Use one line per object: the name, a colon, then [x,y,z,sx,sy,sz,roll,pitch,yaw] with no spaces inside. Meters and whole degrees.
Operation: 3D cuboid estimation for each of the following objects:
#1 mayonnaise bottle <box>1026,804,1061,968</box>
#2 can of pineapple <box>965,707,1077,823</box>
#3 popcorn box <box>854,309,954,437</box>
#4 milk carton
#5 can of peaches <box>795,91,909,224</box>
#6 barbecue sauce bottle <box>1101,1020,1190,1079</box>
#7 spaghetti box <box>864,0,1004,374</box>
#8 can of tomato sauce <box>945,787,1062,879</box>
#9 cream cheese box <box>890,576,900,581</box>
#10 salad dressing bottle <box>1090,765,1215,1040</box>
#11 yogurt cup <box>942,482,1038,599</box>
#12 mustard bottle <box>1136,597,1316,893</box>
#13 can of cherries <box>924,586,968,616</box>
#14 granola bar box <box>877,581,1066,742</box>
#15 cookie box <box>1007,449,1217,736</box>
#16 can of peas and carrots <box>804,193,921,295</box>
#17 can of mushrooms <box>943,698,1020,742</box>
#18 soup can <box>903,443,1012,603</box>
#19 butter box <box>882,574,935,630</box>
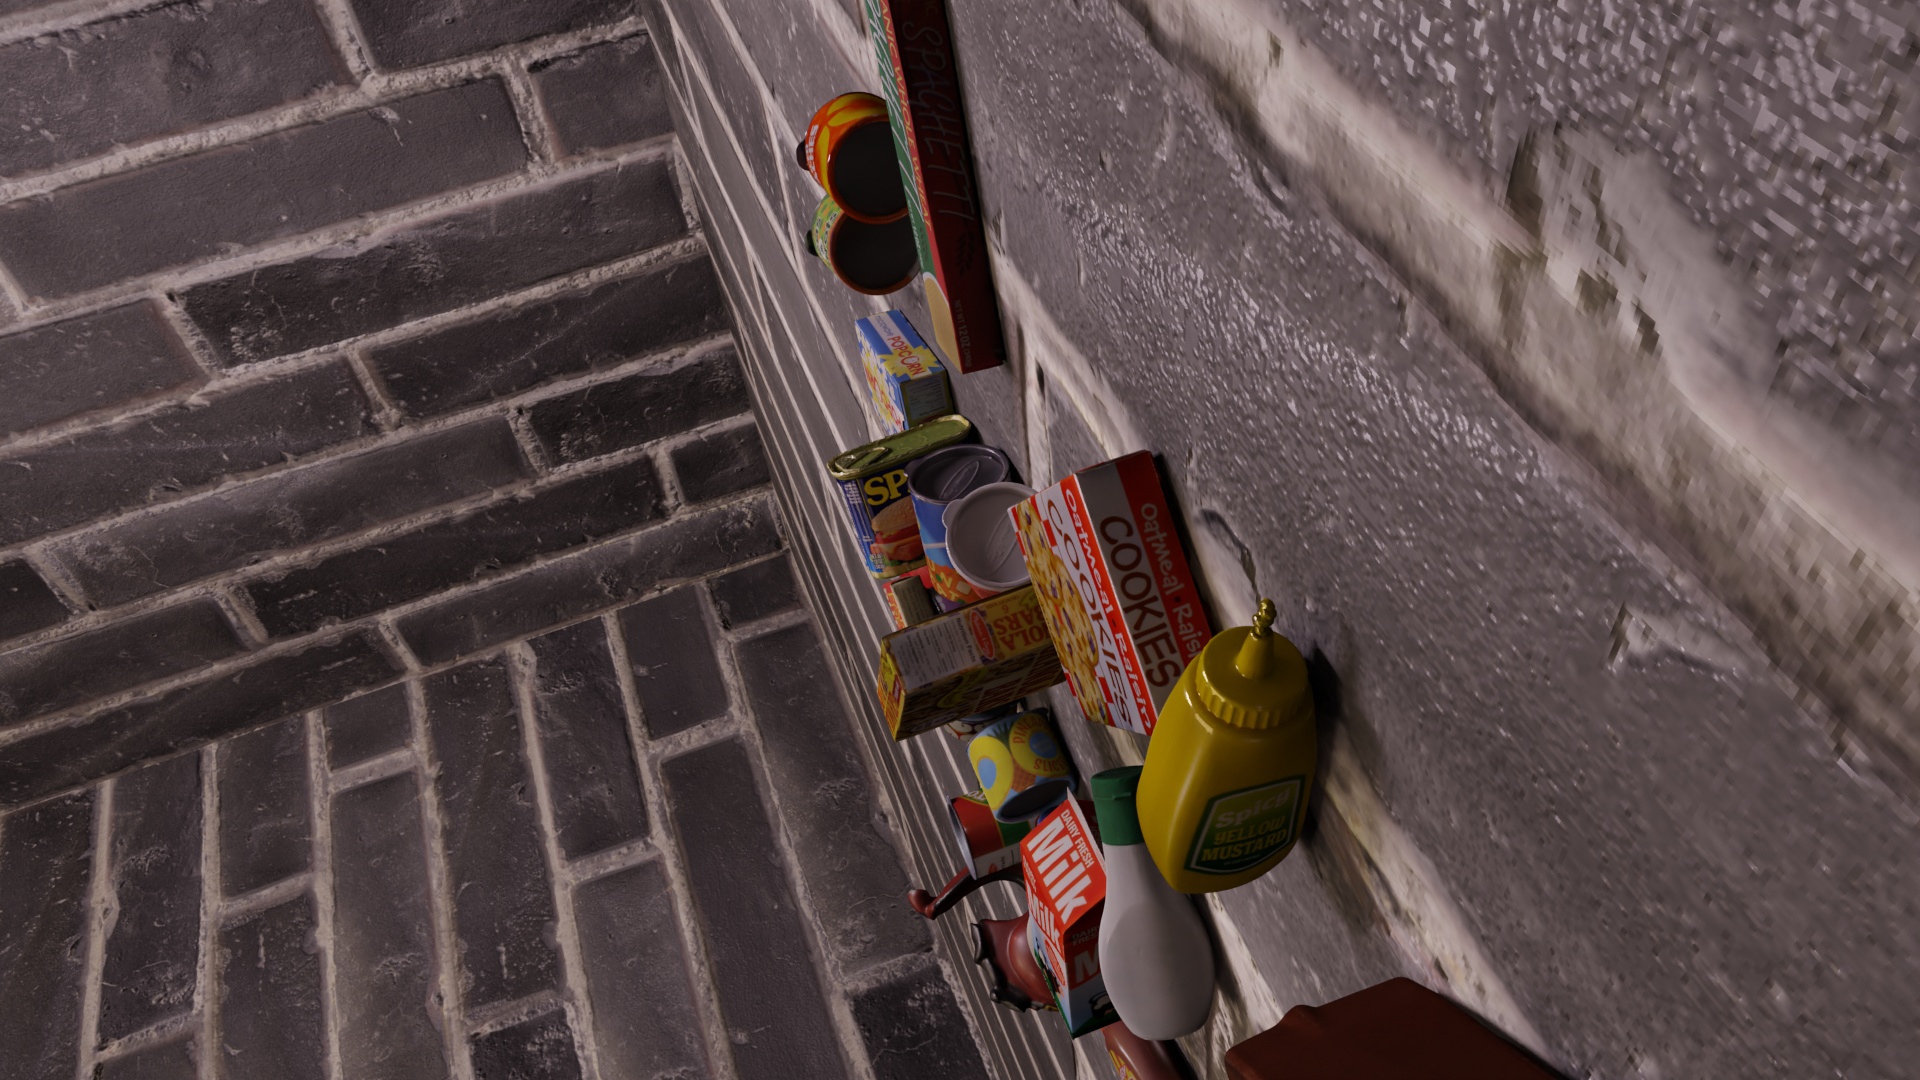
mayonnaise bottle: [0.079,0.258,1.027,0.041,0.065,0.147,-115,15,-52]
can of pineapple: [0.046,0.165,1.017,0.070,0.071,0.058,87,161,-57]
popcorn box: [-0.040,-0.111,1.048,0.127,0.038,0.084,-122,18,-55]
milk carton: [0.087,0.240,0.900,0.189,0.073,0.072,82,166,-45]
can of peaches: [-0.057,-0.228,0.831,0.058,0.071,0.071,-125,19,-55]
barbecue sauce bottle: [0.133,0.373,0.986,0.149,0.044,0.064,-121,15,-53]
spaghetti box: [-0.016,-0.211,0.758,0.050,0.029,0.248,-124,18,-54]
can of tomato sauce: [0.038,0.223,1.111,0.071,0.083,0.071,163,88,-80]
cream cheese box: [-0.039,0.032,1.251,0.104,0.024,0.053,-58,-49,-74]
salad dressing bottle: [0.105,0.204,0.789,0.044,0.064,0.147,-11,-89,-81]
yogurt cup: [0.028,0.006,0.828,0.053,0.072,0.072,74,173,-67]
mustard bottle: [0.105,0.079,0.536,0.159,0.065,0.049,88,165,-48]
can of cherries: [0.011,0.054,1.020,0.071,0.058,0.071,163,88,-81]
granola bar box: [0.014,0.072,0.841,0.165,0.124,0.039,105,145,-72]
cookie box: [0.074,0.028,0.678,0.167,0.040,0.123,151,100,-81]
can of peas and carrots: [-0.063,-0.199,0.917,0.059,0.071,0.070,-128,22,-61]
can of mushrooms: [0.015,0.128,1.122,0.033,0.071,0.071,83,165,-49]
soup can: [0.003,-0.011,0.905,0.071,0.071,0.083,-122,16,-52]
butter box: [-0.027,0.076,1.016,0.053,0.024,0.103,155,95,-80]
